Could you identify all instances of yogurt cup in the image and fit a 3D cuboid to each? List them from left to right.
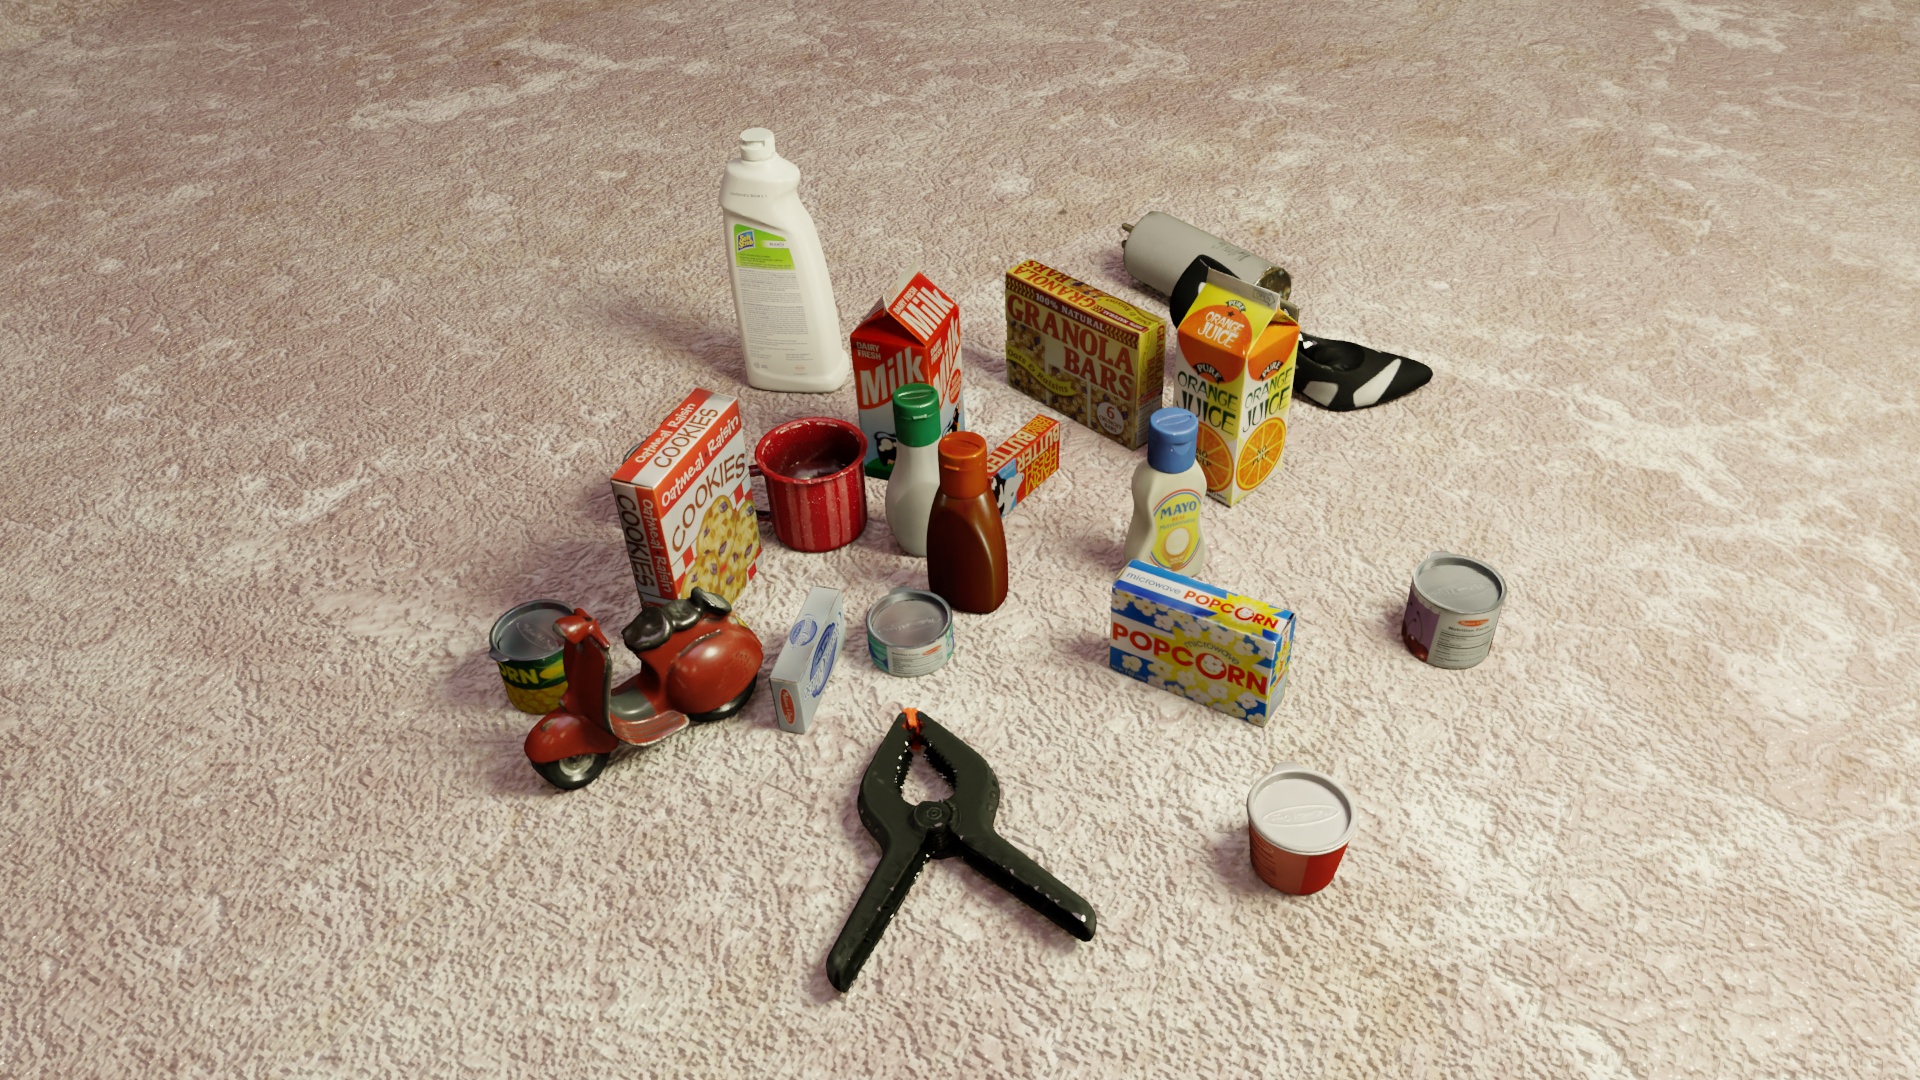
[{"bbox_3d":[0.213,0.186,0.878,0.072,0.053,0.073,-2,39,1],"label":"yogurt cup"}]

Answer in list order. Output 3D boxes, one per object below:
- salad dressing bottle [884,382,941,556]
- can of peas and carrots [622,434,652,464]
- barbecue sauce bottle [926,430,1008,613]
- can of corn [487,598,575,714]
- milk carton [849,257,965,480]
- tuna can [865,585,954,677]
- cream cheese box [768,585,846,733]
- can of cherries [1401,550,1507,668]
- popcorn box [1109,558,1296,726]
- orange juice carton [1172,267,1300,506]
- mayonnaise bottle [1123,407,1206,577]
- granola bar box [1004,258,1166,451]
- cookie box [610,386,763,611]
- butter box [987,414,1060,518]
[{"bbox_3d":[-0.031,-0.056,1.117,0.064,0.146,0.044,-8,39,-6],"label":"salad dressing bottle"},{"bbox_3d":[-0.252,-0.049,1.192,0.071,0.058,0.071,-2,39,1],"label":"can of peas and carrots"},{"bbox_3d":[0.004,-0.013,1.062,0.065,0.147,0.044,16,43,22],"label":"barbecue sauce bottle"},{"bbox_3d":[-0.310,0.088,1.027,0.071,0.058,0.071,-2,39,1],"label":"can of corn"},{"bbox_3d":[-0.044,-0.143,1.192,0.073,0.189,0.073,12,41,18],"label":"milk carton"},{"bbox_3d":[-0.039,0.069,1.054,0.071,0.032,0.071,-2,39,1],"label":"tuna can"},{"bbox_3d":[-0.111,0.086,1.021,0.024,0.053,0.104,6,40,11],"label":"cream cheese box"},{"bbox_3d":[0.365,0.051,1.032,0.071,0.058,0.072,-2,39,1],"label":"can of cherries"},{"bbox_3d":[0.170,0.072,0.996,0.127,0.084,0.038,19,44,25],"label":"popcorn box"},{"bbox_3d":[0.228,-0.132,1.160,0.073,0.191,0.072,-32,47,-31],"label":"orange juice carton"},{"bbox_3d":[0.161,-0.032,1.077,0.065,0.147,0.041,-14,40,-13],"label":"mayonnaise bottle"},{"bbox_3d":[0.110,-0.171,1.269,0.039,0.123,0.166,-32,47,-31],"label":"granola bar box"},{"bbox_3d":[-0.205,-0.013,1.059,0.040,0.166,0.123,12,41,17],"label":"cookie box"},{"bbox_3d":[0.048,-0.061,1.194,0.024,0.052,0.104,24,46,29],"label":"butter box"}]
